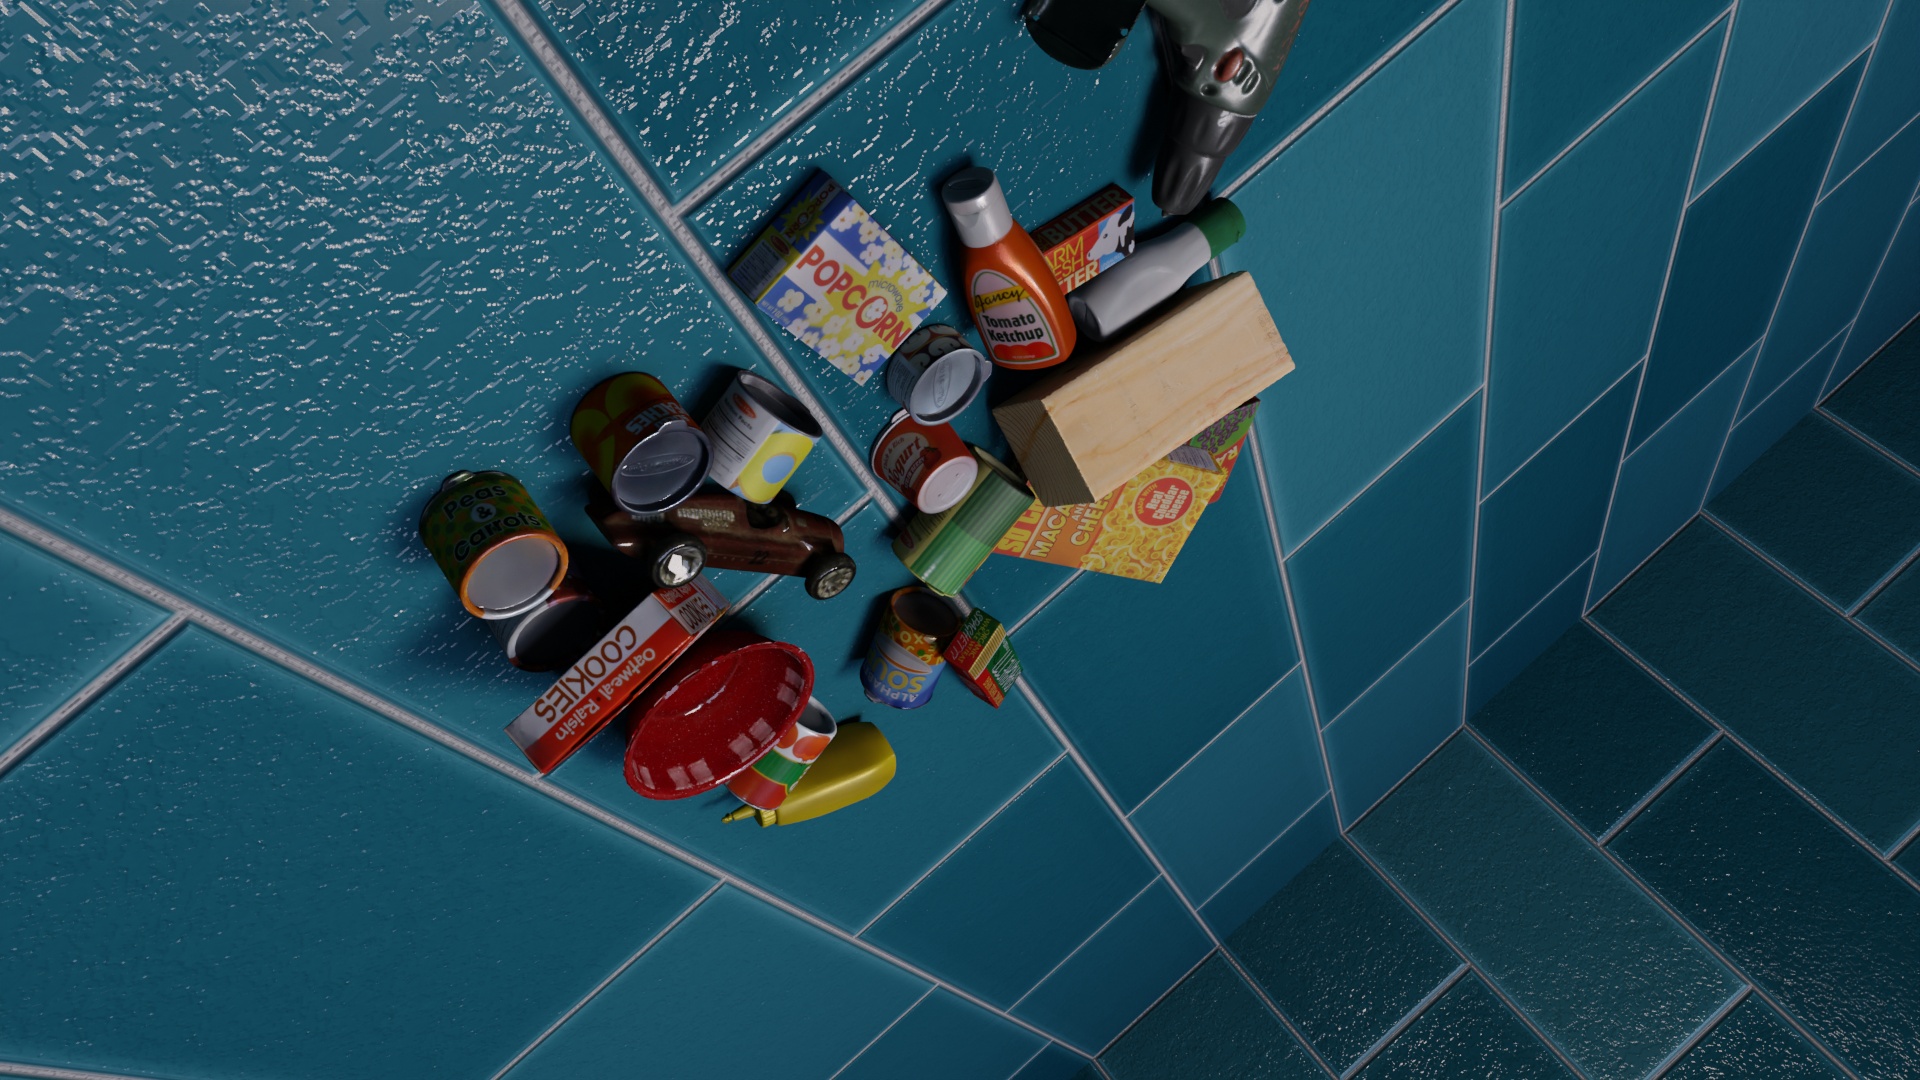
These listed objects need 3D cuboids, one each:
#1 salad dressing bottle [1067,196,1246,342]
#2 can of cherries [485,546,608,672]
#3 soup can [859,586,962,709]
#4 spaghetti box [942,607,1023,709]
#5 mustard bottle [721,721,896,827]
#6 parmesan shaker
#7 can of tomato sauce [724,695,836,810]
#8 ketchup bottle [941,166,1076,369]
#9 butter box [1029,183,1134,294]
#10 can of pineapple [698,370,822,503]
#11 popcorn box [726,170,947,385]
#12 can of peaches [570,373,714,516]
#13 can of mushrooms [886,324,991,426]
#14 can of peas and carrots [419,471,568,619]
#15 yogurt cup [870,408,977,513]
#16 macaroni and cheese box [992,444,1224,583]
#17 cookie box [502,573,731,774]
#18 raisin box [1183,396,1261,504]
[{"bbox_3d":[0.150,-0.207,1.052,0.148,0.044,0.064,-36,155,-14],"label":"salad dressing bottle"},{"bbox_3d":[-0.260,0.040,0.866,0.072,0.058,0.071,-29,146,-22],"label":"can of cherries"},{"bbox_3d":[-0.043,0.091,1.171,0.071,0.071,0.083,-12,137,-41],"label":"soup can"},{"bbox_3d":[0.023,0.109,1.238,0.050,0.029,0.249,-56,166,-8],"label":"spaghetti box"},{"bbox_3d":[-0.137,0.214,1.223,0.161,0.065,0.048,-21,138,-23],"label":"mustard bottle"},{"bbox_3d":[0.004,-0.014,1.092,0.103,0.071,0.071,-50,149,11],"label":"parmesan shaker"},{"bbox_3d":[-0.150,0.170,1.144,0.083,0.071,0.071,-52,148,14],"label":"can of tomato sauce"},{"bbox_3d":[0.029,-0.179,0.924,0.148,0.064,0.044,62,37,-46],"label":"ketchup bottle"},{"bbox_3d":[0.078,-0.206,0.988,0.104,0.024,0.053,-33,148,-16],"label":"butter box"},{"bbox_3d":[-0.129,-0.065,0.881,0.057,0.071,0.071,-51,148,14],"label":"can of pineapple"},{"bbox_3d":[-0.073,-0.159,0.856,0.085,0.038,0.126,-47,149,6],"label":"popcorn box"},{"bbox_3d":[-0.189,-0.059,0.826,0.071,0.058,0.071,-29,146,-22],"label":"can of peaches"},{"bbox_3d":[-0.015,-0.117,0.980,0.071,0.033,0.070,-29,146,-22],"label":"can of mushrooms"},{"bbox_3d":[-0.271,0.002,0.806,0.071,0.059,0.070,-30,147,-22],"label":"can of peas and carrots"},{"bbox_3d":[-0.024,-0.057,1.024,0.072,0.054,0.072,-30,148,-21],"label":"yogurt cup"},{"bbox_3d":[0.118,-0.033,1.163,0.167,0.040,0.123,10,125,-22],"label":"macaroni and cheese box"},{"bbox_3d":[-0.216,0.080,0.902,0.123,0.040,0.167,-43,-177,1],"label":"cookie box"},{"bbox_3d":[0.218,-0.083,1.287,0.086,0.040,0.122,-20,141,-35],"label":"raisin box"}]
